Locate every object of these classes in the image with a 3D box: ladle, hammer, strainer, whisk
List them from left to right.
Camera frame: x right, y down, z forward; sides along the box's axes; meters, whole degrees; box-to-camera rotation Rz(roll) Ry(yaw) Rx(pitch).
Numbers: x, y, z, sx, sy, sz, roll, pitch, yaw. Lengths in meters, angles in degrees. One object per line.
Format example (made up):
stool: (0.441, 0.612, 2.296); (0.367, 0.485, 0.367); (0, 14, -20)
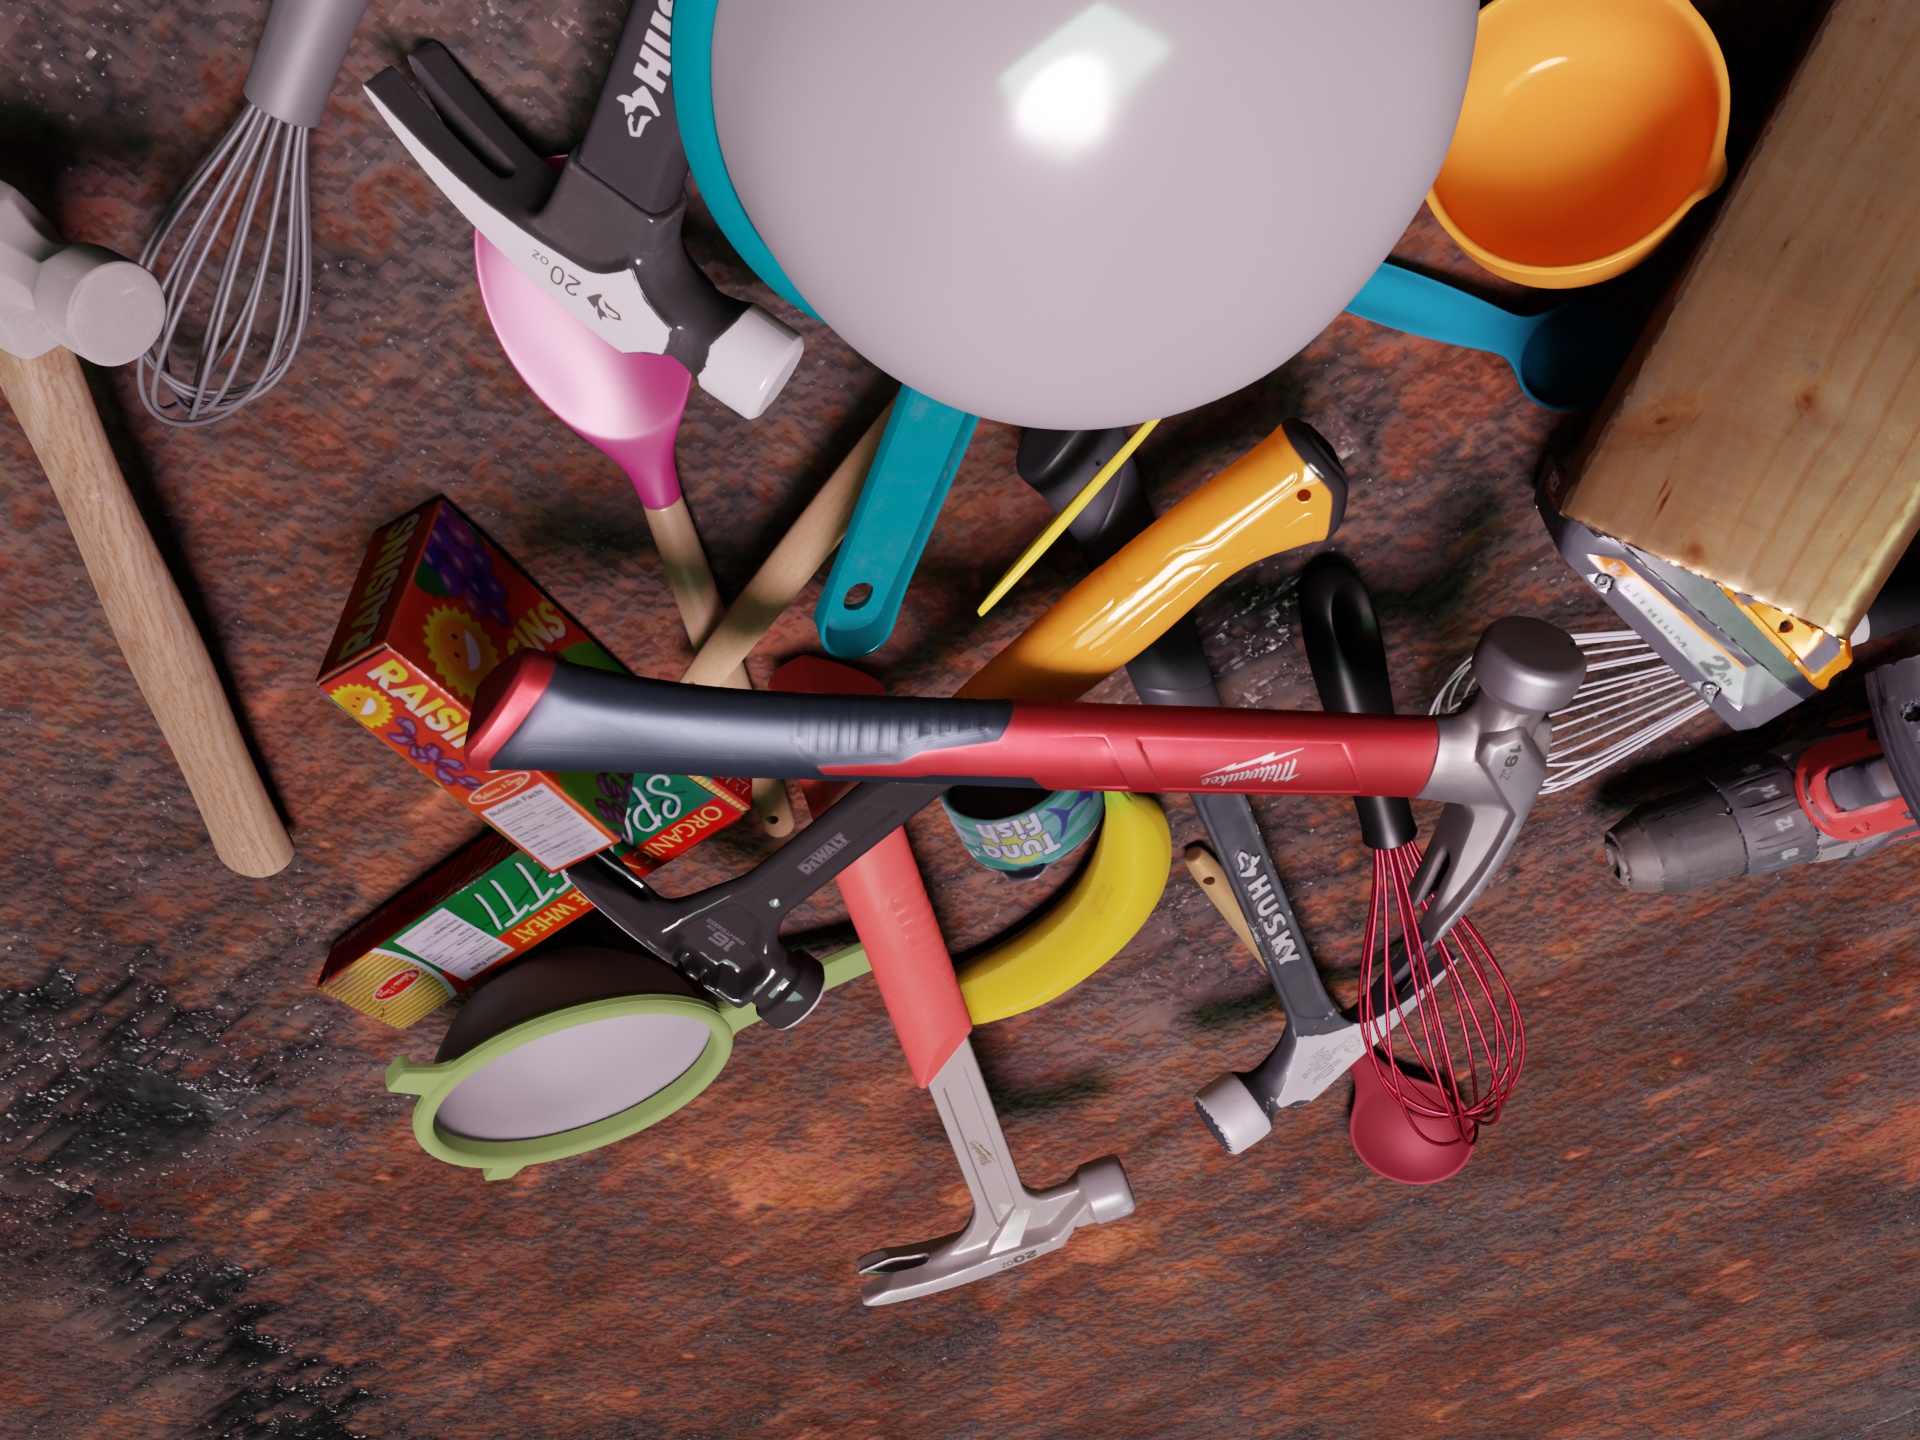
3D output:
hammer: (-0.300, -0.048, 0.577); (0.130, 0.031, 0.331); (29, 143, 17)
whisk: (-0.201, -0.186, 0.480); (0.055, 0.055, 0.239); (23, 122, -23)
strainer: (-0.142, 0.130, 0.770); (0.256, 0.069, 0.151); (-22, 149, -9)
hammer: (-0.052, -0.224, 0.383); (0.146, 0.035, 0.334); (35, 139, -5)
hammer: (-0.027, 0.131, 0.741); (0.149, 0.037, 0.358); (-19, 121, -1)
ladle: (-0.016, -0.107, 0.560); (0.078, 0.062, 0.320); (42, 125, -2)
hammer: (-0.001, -0.002, 0.607); (0.337, 0.034, 0.127); (-38, 118, 22)
hammer: (0.022, 0.020, 0.578); (0.386, 0.038, 0.143); (2, 130, -9)
strainer: (0.021, -0.103, 0.434); (0.211, 0.095, 0.340); (-2, 143, -25)
hammer: (0.116, 0.029, 0.691); (0.149, 0.036, 0.408); (-33, 126, -8)
ladle: (0.195, 0.160, 0.845); (0.069, 0.031, 0.315); (-29, 127, 17)
whisk: (0.192, 0.066, 0.696); (0.073, 0.073, 0.295); (-16, 112, 10)
whisk: (0.334, -0.030, 0.665); (0.284, 0.070, 0.070); (-18, 132, 5)

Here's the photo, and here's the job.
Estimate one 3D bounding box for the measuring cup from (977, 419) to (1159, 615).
measuring cup: (0.049, -0.103, 0.545); (0.029, 0.062, 0.156); (41, 99, 2)

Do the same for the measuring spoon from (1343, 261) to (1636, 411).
measuring spoon: (0.179, -0.147, 0.570); (0.128, 0.021, 0.042); (16, 123, -7)

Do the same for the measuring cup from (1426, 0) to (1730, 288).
measuring cup: (0.205, -0.216, 0.482); (0.095, 0.052, 0.173); (29, 103, 18)

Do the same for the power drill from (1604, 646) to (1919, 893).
power drill: (0.372, 0.022, 0.634); (0.188, 0.080, 0.226); (-19, 169, 6)

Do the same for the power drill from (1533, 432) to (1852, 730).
power drill: (0.317, -0.121, 0.552); (0.164, 0.084, 0.226); (42, 116, -11)

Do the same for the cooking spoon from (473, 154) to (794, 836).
cooking spoon: (-0.108, -0.065, 0.615); (0.069, 0.017, 0.318); (-10, 132, 4)
